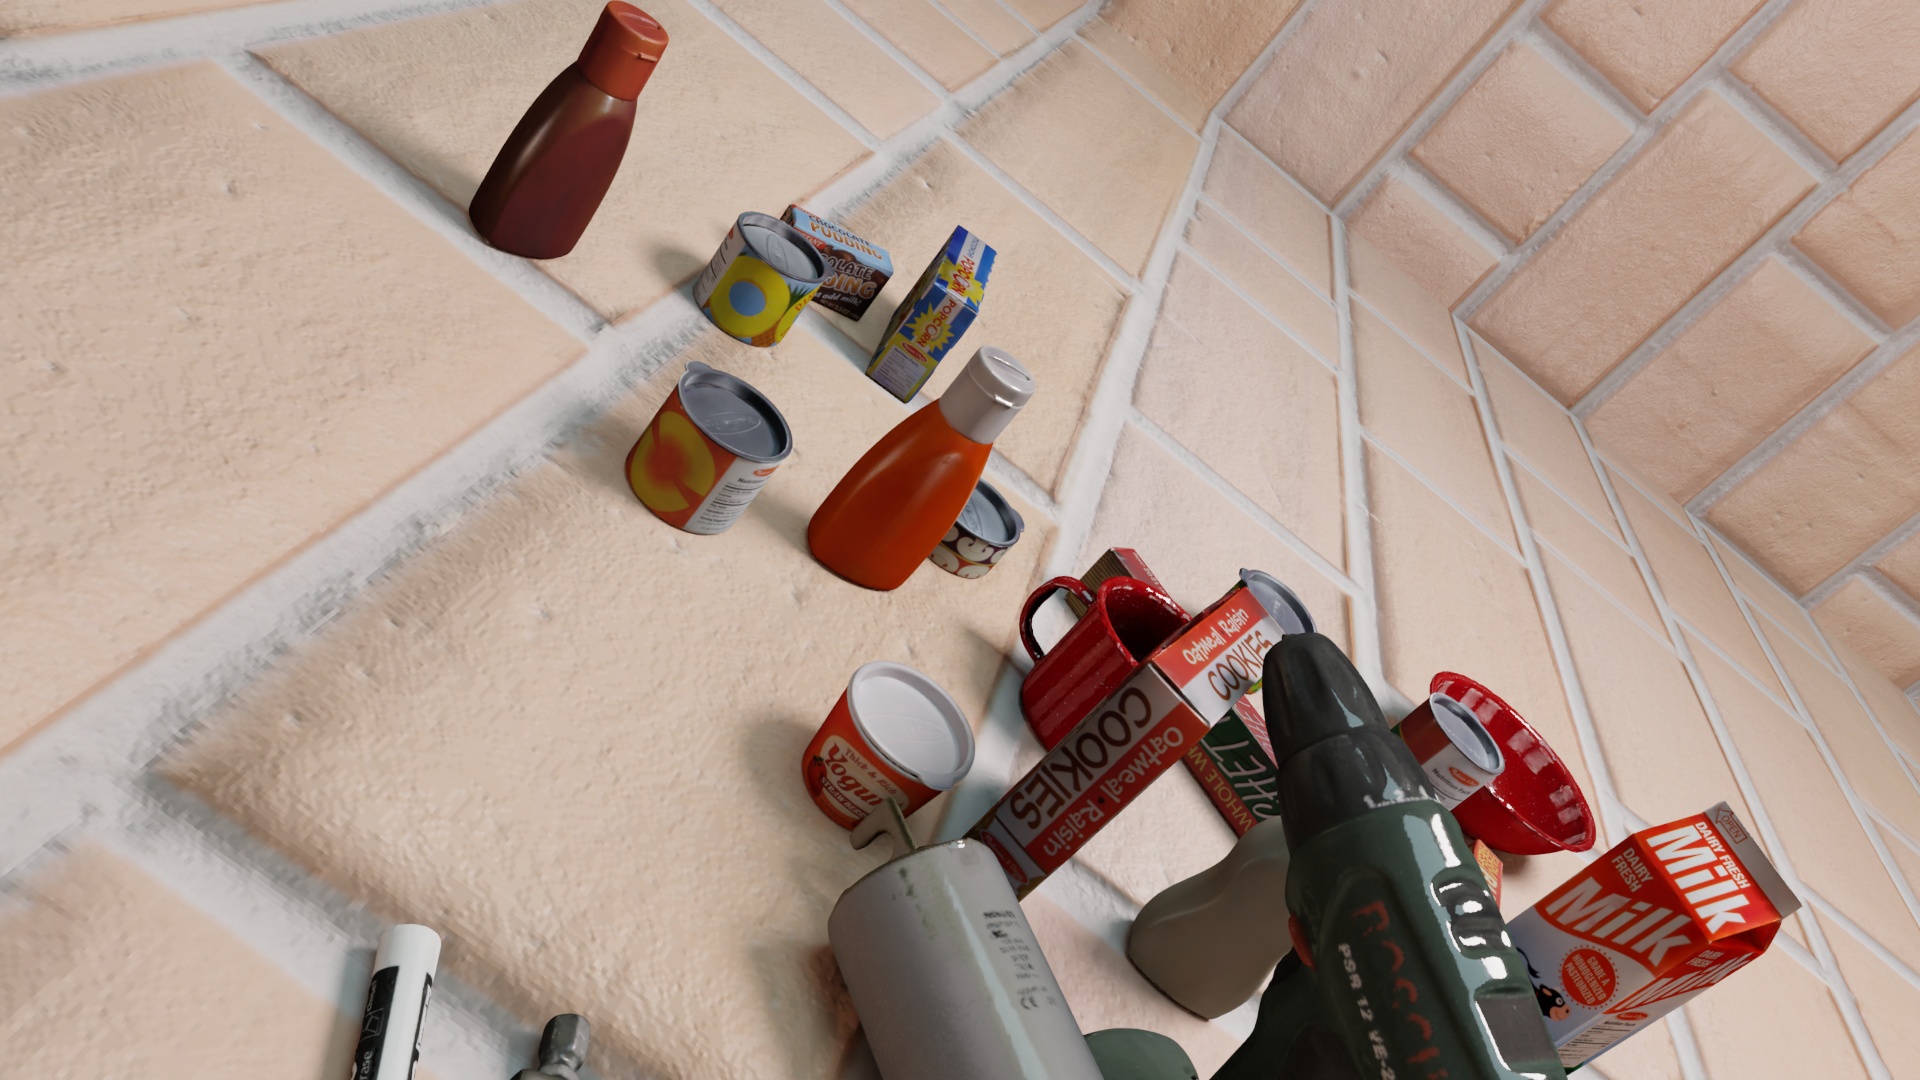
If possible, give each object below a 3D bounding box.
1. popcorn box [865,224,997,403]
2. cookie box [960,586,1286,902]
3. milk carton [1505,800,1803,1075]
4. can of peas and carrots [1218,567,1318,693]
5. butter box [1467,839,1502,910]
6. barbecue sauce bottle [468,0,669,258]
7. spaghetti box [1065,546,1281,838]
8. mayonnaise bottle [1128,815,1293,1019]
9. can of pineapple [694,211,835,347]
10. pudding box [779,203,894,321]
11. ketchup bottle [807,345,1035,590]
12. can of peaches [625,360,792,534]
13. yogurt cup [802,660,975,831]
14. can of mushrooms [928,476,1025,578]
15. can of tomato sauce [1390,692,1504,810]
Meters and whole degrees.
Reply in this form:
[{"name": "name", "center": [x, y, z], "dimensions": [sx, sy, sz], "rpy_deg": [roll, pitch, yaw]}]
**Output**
[{"name": "popcorn box", "center": [-0.018, -0.161, 0.976], "dimensions": [0.038, 0.085, 0.127], "rpy_deg": [35, 29, -12]}, {"name": "cookie box", "center": [0.066, 0.100, 0.630], "dimensions": [0.040, 0.166, 0.123], "rpy_deg": [47, 29, 11]}, {"name": "milk carton", "center": [0.387, 0.234, 0.809], "dimensions": [0.073, 0.189, 0.072], "rpy_deg": [18, 36, -36]}, {"name": "can of peas and carrots", "center": [0.201, 0.062, 0.960], "dimensions": [0.071, 0.058, 0.071], "rpy_deg": [30, 30, -20]}, {"name": "butter box", "center": [0.307, 0.231, 0.861], "dimensions": [0.024, 0.053, 0.104], "rpy_deg": [44, 29, 4]}, {"name": "barbecue sauce bottle", "center": [-0.211, -0.223, 0.763], "dimensions": [0.065, 0.148, 0.044], "rpy_deg": [-6, 54, -54]}, {"name": "spaghetti box", "center": [0.153, 0.113, 0.840], "dimensions": [0.029, 0.050, 0.251], "rpy_deg": [-1, 50, -52]}, {"name": "mayonnaise bottle", "center": [0.148, 0.166, 0.657], "dimensions": [0.065, 0.147, 0.041], "rpy_deg": [39, 28, -5]}, {"name": "can of pineapple", "center": [-0.125, -0.164, 0.879], "dimensions": [0.071, 0.057, 0.071], "rpy_deg": [30, 30, -20]}, {"name": "pudding box", "center": [-0.094, -0.193, 0.966], "dimensions": [0.084, 0.049, 0.030], "rpy_deg": [21, 34, -32]}, {"name": "ketchup bottle", "center": [-0.018, -0.038, 0.739], "dimensions": [0.065, 0.148, 0.044], "rpy_deg": [25, 32, -28]}, {"name": "can of peaches", "center": [-0.130, -0.047, 0.710], "dimensions": [0.071, 0.057, 0.071], "rpy_deg": [30, 30, -20]}, {"name": "yogurt cup", "center": [-0.035, 0.096, 0.631], "dimensions": [0.072, 0.053, 0.073], "rpy_deg": [30, 30, -20]}, {"name": "can of mushrooms", "center": [0.003, -0.011, 0.847], "dimensions": [0.071, 0.033, 0.071], "rpy_deg": [30, 30, -20]}, {"name": "can of tomato sauce", "center": [0.314, 0.153, 0.945], "dimensions": [0.071, 0.082, 0.071], "rpy_deg": [30, 30, -20]}]
